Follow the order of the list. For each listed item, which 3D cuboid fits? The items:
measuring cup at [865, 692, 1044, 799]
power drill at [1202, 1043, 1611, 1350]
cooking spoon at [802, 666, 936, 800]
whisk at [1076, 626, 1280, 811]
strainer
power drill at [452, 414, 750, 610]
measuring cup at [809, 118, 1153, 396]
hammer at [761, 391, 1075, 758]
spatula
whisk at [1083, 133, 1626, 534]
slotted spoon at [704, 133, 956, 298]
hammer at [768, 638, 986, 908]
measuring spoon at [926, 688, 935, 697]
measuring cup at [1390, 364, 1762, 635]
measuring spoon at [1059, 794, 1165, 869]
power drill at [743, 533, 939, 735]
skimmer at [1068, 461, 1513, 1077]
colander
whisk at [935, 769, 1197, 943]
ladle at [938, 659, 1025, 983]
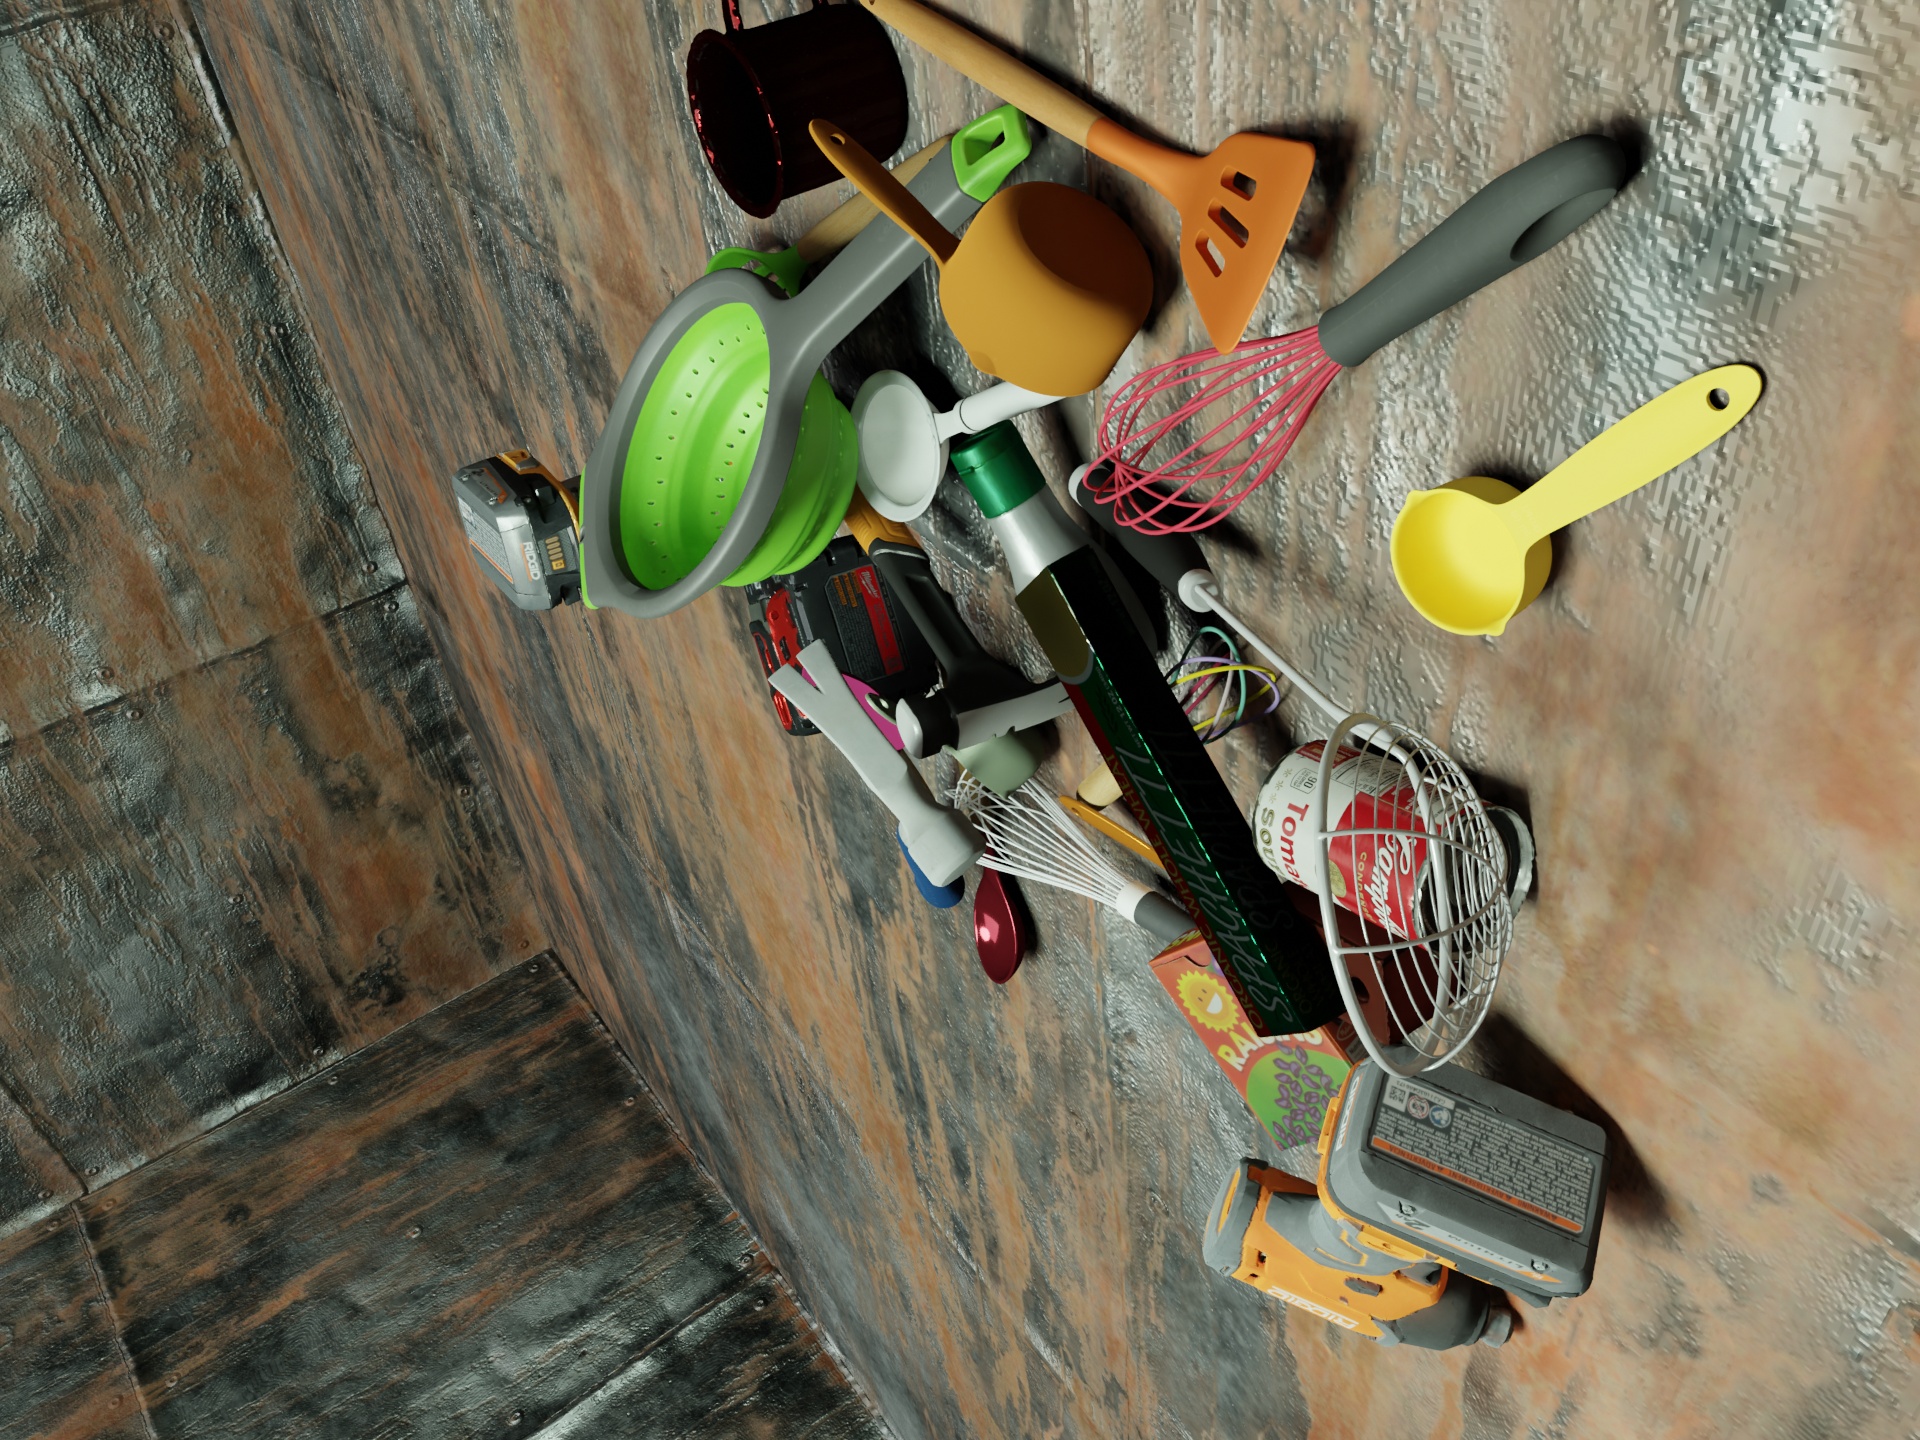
[{"bbox_3d":[-0.001,-0.003,0.941,0.083,0.038,0.167,56,-165,27],"label":"measuring cup"},{"bbox_3d":[0.224,0.248,0.774,0.164,0.084,0.226,23,148,5],"label":"power drill"},{"bbox_3d":[-0.041,0.028,1.053,0.069,0.017,0.318,21,164,18],"label":"cooking spoon"},{"bbox_3d":[0.102,0.009,0.845,0.051,0.047,0.245,57,160,8],"label":"whisk"},{"bbox_3d":[0.004,-0.163,0.862,0.258,0.050,0.087,-5,98,59],"label":"strainer"},{"bbox_3d":[-0.201,-0.147,1.062,0.186,0.226,0.084,35,140,50],"label":"power drill"},{"bbox_3d":[0.009,-0.219,0.690,0.173,0.095,0.052,41,141,-2],"label":"measuring cup"},{"bbox_3d":[-0.039,-0.115,0.956,0.337,0.127,0.034,57,156,37],"label":"hammer"},{"bbox_3d":[0.038,-0.261,0.679,0.323,0.041,0.081,46,129,36],"label":"spatula"},{"bbox_3d":[0.133,-0.137,0.604,0.073,0.073,0.296,62,152,0],"label":"whisk"},{"bbox_3d":[-0.075,-0.276,0.914,0.070,0.031,0.314,45,159,-19],"label":"slotted spoon"},{"bbox_3d":[-0.031,0.063,0.967,0.144,0.035,0.405,50,174,13],"label":"hammer"},{"bbox_3d":[-0.040,-0.043,1.108,0.034,0.018,0.124,1,115,64],"label":"measuring spoon"},{"bbox_3d":[0.214,-0.080,0.550,0.062,0.029,0.156,60,145,5],"label":"measuring cup"},{"bbox_3d":[0.101,0.076,0.923,0.117,0.011,0.021,33,161,28],"label":"measuring spoon"},{"bbox_3d":[-0.103,-0.082,1.118,0.227,0.080,0.188,-1,106,71],"label":"power drill"},{"bbox_3d":[0.107,-0.008,0.665,0.127,0.090,0.364,47,-175,-39],"label":"skimmer"},{"bbox_3d":[-0.073,-0.182,0.868,0.397,0.094,0.205,-33,54,40],"label":"colander"},{"bbox_3d":[0.084,0.096,0.963,0.285,0.070,0.070,30,141,44],"label":"whisk"},{"bbox_3d":[0.010,0.053,1.100,0.069,0.031,0.315,43,149,53],"label":"ladle"}]
